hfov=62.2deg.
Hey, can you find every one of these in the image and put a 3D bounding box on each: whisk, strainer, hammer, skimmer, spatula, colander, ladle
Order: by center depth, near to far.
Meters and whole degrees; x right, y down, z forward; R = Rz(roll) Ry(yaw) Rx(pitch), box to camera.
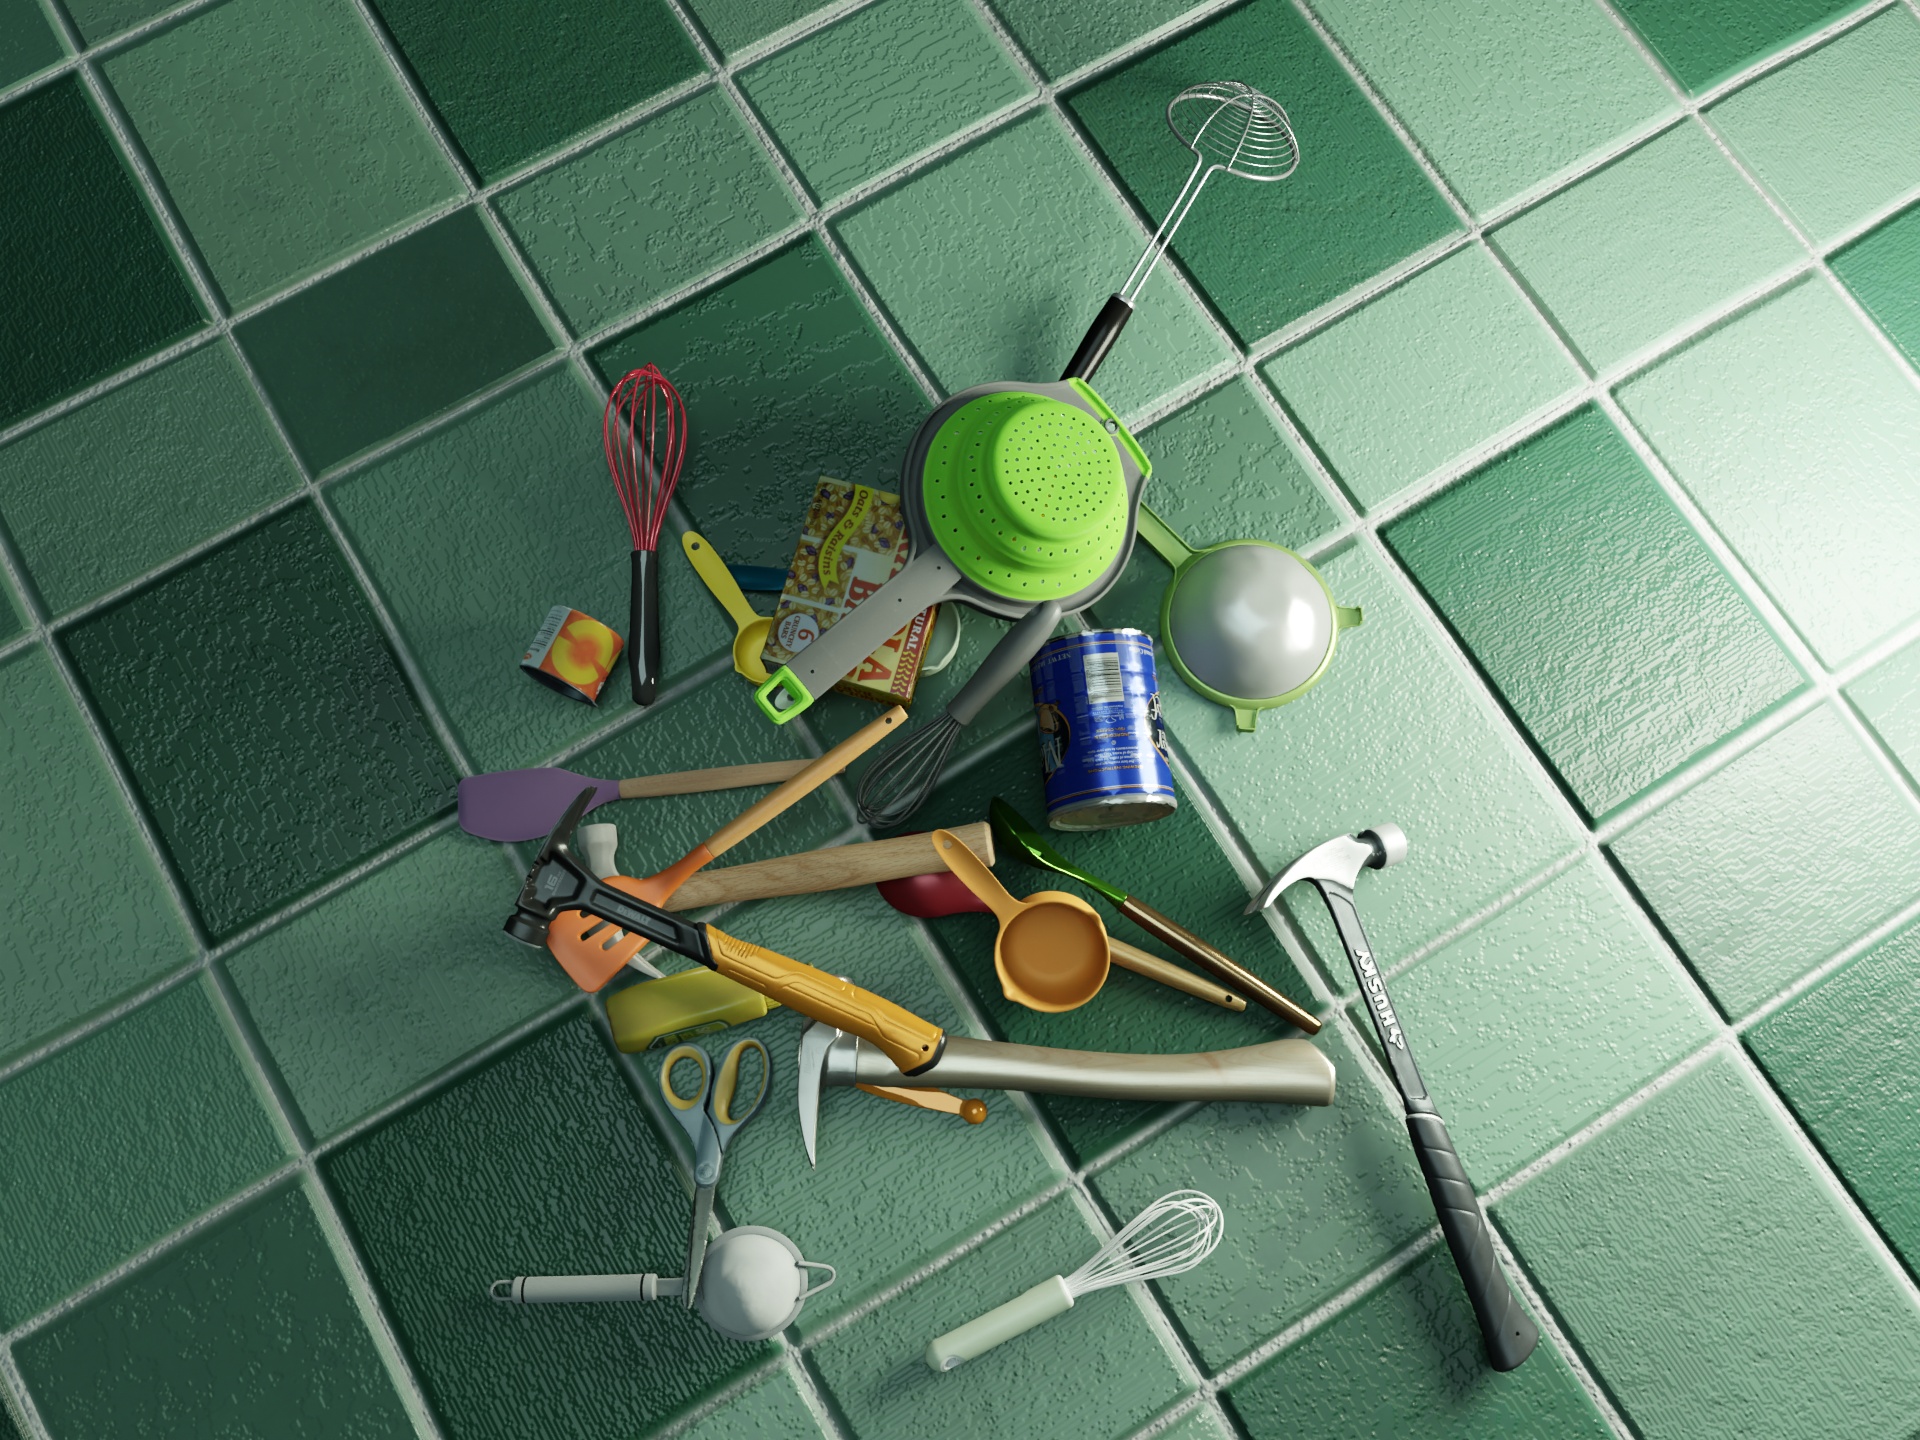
[{"bbox_3d":[-0.224,0.425,1.186,0.258,0.050,0.087,-2,90,2],"label":"strainer"},{"bbox_3d":[-0.163,0.172,1.189,0.337,0.034,0.127,25,83,-1],"label":"hammer"},{"bbox_3d":[0.085,0.421,1.189,0.246,0.057,0.059,-26,43,-4],"label":"whisk"},{"bbox_3d":[0.343,0.287,1.213,0.149,0.036,0.409,-14,78,-24],"label":"hammer"},{"bbox_3d":[0.081,0.279,1.219,0.410,0.038,0.146,3,67,-1],"label":"hammer"},{"bbox_3d":[-0.175,0.086,1.225,0.322,0.041,0.081,-36,83,-3],"label":"spatula"},{"bbox_3d":[0.003,-0.135,1.227,0.397,0.094,0.204,-41,93,-19],"label":"colander"},{"bbox_3d":[-0.137,0.125,1.250,0.331,0.031,0.130,-9,78,5],"label":"hammer"},{"bbox_3d":[-0.003,-0.004,1.257,0.055,0.055,0.239,44,103,10],"label":"whisk"},{"bbox_3d":[0.078,0.166,1.263,0.315,0.031,0.069,22,81,4],"label":"ladle"},{"bbox_3d":[-0.251,0.055,1.292,0.316,0.018,0.060,-7,76,-1],"label":"spatula"},{"bbox_3d":[0.206,-0.125,1.316,0.151,0.069,0.256,-43,81,-10],"label":"strainer"},{"bbox_3d":[-0.264,-0.158,1.329,0.073,0.073,0.296,-1,80,-1],"label":"whisk"},{"bbox_3d":[0.175,-0.413,1.414,0.127,0.090,0.363,31,87,5],"label":"skimmer"}]

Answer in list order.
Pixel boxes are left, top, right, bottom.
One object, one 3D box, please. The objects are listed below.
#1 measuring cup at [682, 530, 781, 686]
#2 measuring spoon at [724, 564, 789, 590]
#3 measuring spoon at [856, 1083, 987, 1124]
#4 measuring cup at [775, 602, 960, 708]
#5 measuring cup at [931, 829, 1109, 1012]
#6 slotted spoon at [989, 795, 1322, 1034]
[{"bbox_3d":[-0.186,-0.093,1.329,0.062,0.029,0.157,-33,76,-8],"label":"measuring cup"},{"bbox_3d":[-0.150,-0.118,1.343,0.128,0.021,0.042,5,90,10],"label":"measuring spoon"},{"bbox_3d":[-0.036,0.289,1.235,0.117,0.011,0.021,16,76,4],"label":"measuring spoon"},{"bbox_3d":[-0.077,-0.050,1.313,0.167,0.038,0.083,-30,76,-5],"label":"measuring cup"},{"bbox_3d":[0.042,0.145,1.224,0.095,0.052,0.173,-43,90,8],"label":"measuring cup"},{"bbox_3d":[0.149,0.158,1.255,0.314,0.070,0.031,33,100,2],"label":"slotted spoon"}]
